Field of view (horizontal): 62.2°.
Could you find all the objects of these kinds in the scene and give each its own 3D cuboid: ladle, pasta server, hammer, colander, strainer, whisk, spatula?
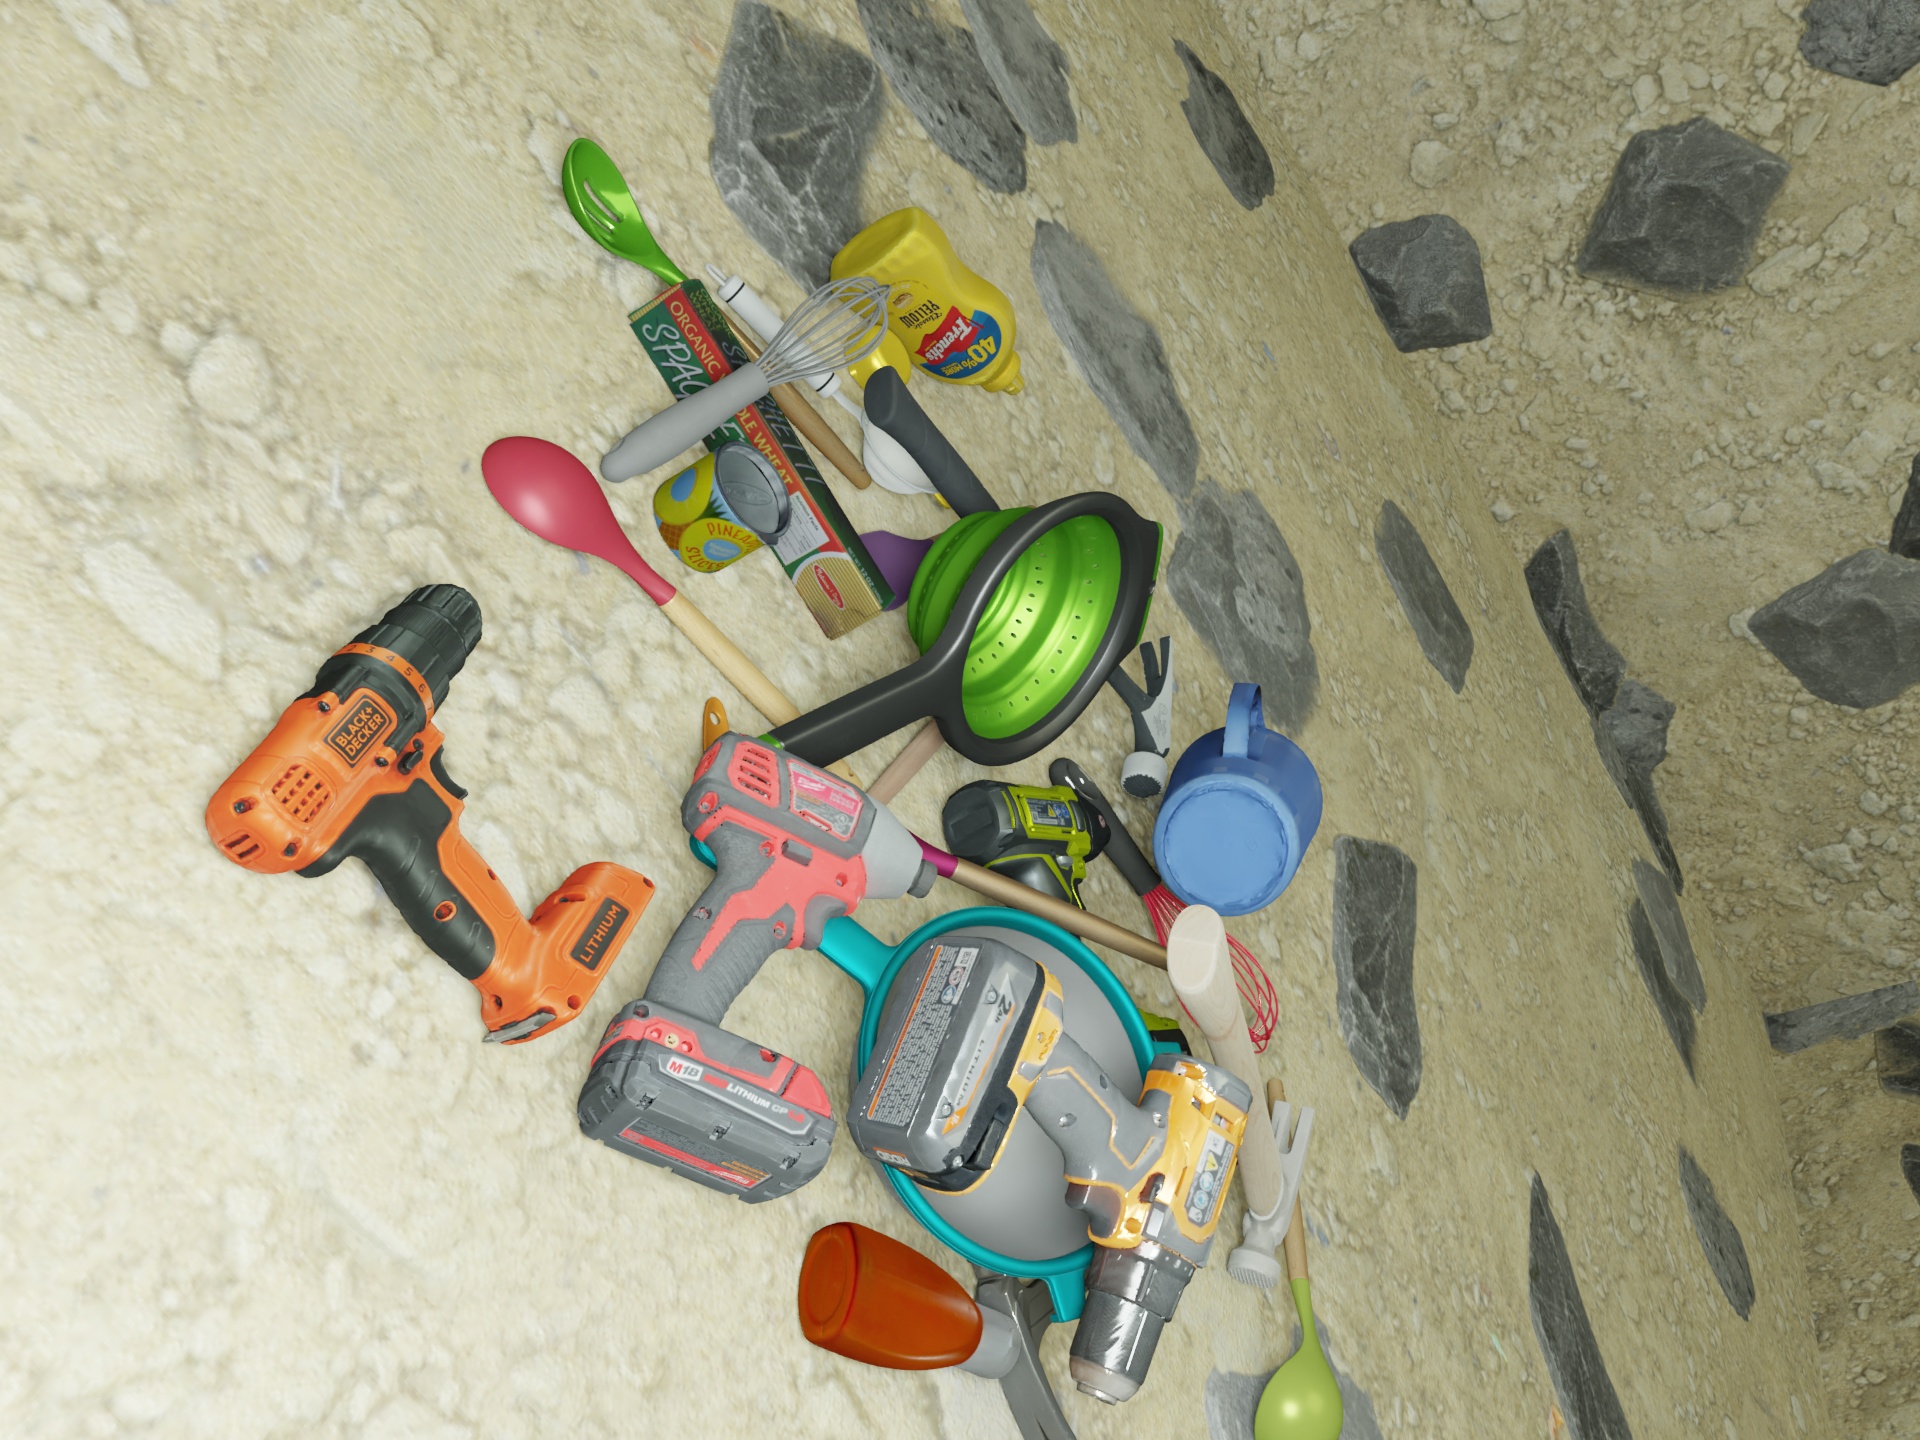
[{"bbox_3d":[-0.159,-0.055,0.953,0.315,0.031,0.069,47,36,-30],"label":"ladle"},{"bbox_3d":[-0.002,-0.004,1.143,0.060,0.040,0.316,65,31,-15],"label":"pasta server"},{"bbox_3d":[0.122,0.353,1.083,0.359,0.036,0.149,-10,78,-58],"label":"hammer"},{"bbox_3d":[-0.025,-0.050,1.045,0.095,0.204,0.397,32,41,31],"label":"colander"},{"bbox_3d":[-0.035,0.182,0.925,0.340,0.095,0.211,40,49,-9],"label":"strainer"},{"bbox_3d":[-0.093,-0.240,1.169,0.258,0.050,0.087,43,30,-23],"label":"strainer"},{"bbox_3d":[0.162,0.148,1.272,0.295,0.073,0.073,53,33,-8],"label":"whisk"},{"bbox_3d":[-0.131,-0.215,1.001,0.239,0.055,0.055,-39,105,-26],"label":"whisk"},{"bbox_3d":[0.194,0.242,1.085,0.410,0.038,0.146,68,37,-47],"label":"hammer"},{"bbox_3d":[0.057,-0.114,1.218,0.408,0.036,0.149,47,42,-35],"label":"hammer"},{"bbox_3d":[-0.011,-0.137,1.240,0.316,0.018,0.060,-31,96,-58],"label":"spatula"},{"bbox_3d":[0.250,0.417,1.240,0.078,0.062,0.320,52,26,-32],"label":"ladle"}]

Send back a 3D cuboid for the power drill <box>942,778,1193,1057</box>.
[{"bbox_3d":[0.081,0.153,1.124,0.171,0.080,0.223,10,57,-53],"label":"power drill"}]

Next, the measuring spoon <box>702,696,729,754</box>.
[{"bbox_3d":[-0.145,0.036,0.928,0.021,0.011,0.117,31,41,-42],"label":"measuring spoon"}]

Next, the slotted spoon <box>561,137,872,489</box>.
[{"bbox_3d":[-0.163,-0.266,1.093,0.313,0.031,0.070,45,37,-33],"label":"slotted spoon"}]

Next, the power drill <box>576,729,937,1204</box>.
[{"bbox_3d":[-0.095,0.121,0.811,0.143,0.078,0.220,27,53,-15],"label":"power drill"}]

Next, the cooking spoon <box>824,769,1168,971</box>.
[{"bbox_3d":[0.017,0.103,1.023,0.318,0.017,0.069,25,46,-21],"label":"cooking spoon"}]

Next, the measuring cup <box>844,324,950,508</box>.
[{"bbox_3d":[-0.039,-0.241,1.258,0.156,0.029,0.062,61,31,-5],"label":"measuring cup"}]

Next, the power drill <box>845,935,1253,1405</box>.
[{"bbox_3d":[0.050,0.234,0.827,0.226,0.084,0.185,37,65,-30],"label":"power drill"}]
